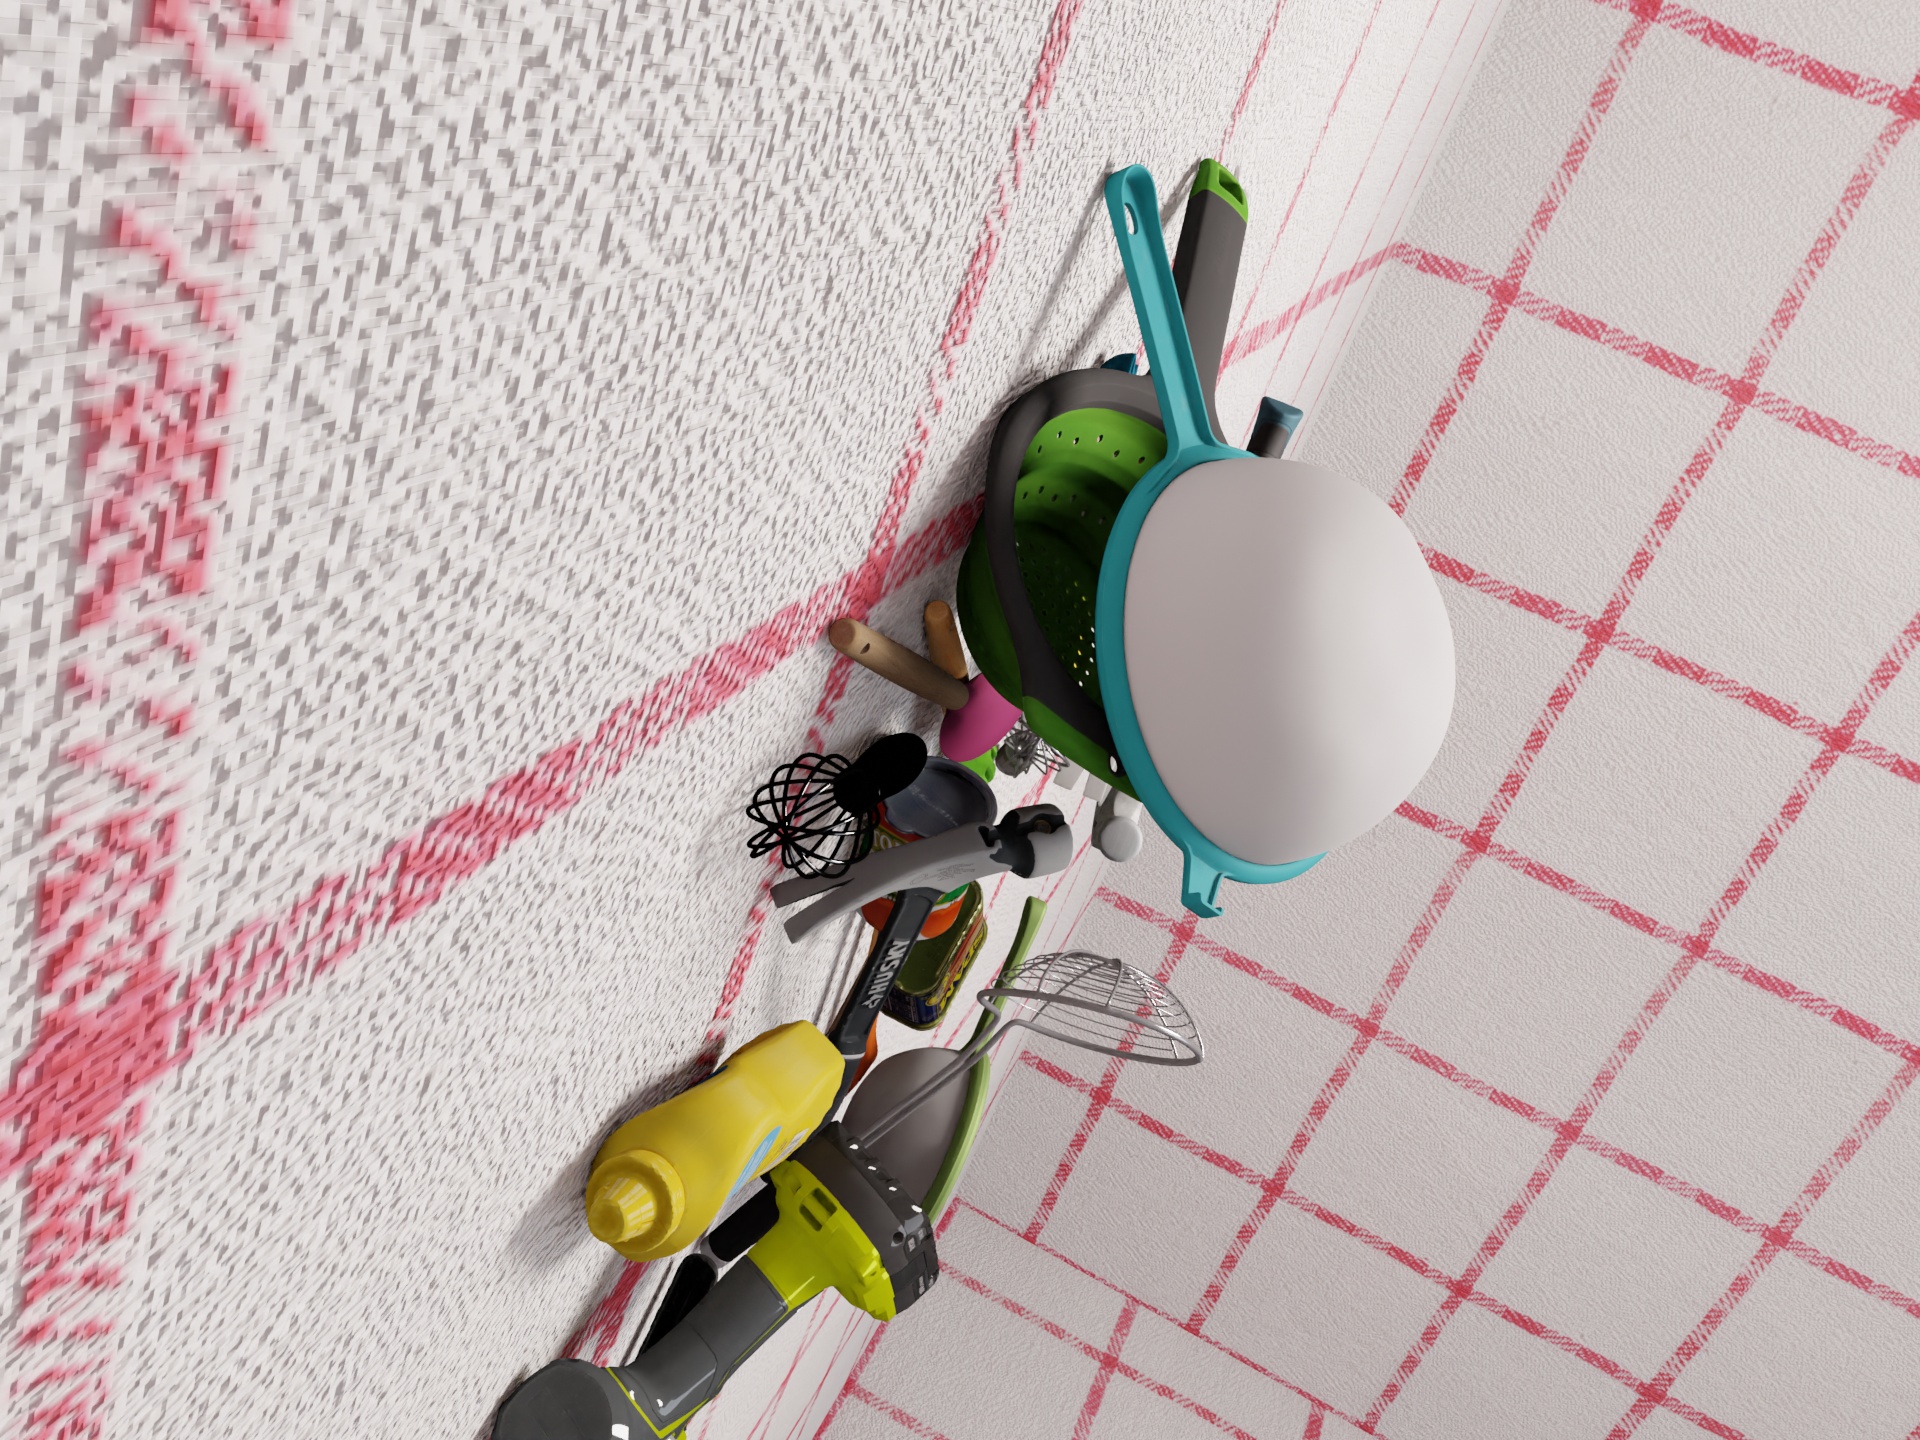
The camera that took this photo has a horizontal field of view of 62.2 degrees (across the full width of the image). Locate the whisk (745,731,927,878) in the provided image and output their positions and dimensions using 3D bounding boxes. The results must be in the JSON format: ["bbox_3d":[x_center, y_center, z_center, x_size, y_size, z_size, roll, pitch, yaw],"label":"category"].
[{"bbox_3d":[-0.046,0.029,0.735,0.055,0.055,0.239,-65,174,11],"label":"whisk"}]

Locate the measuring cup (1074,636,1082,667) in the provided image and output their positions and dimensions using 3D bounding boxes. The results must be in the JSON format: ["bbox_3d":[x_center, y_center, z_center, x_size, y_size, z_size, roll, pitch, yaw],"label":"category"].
[{"bbox_3d":[0.060,-0.021,1.160,0.156,0.029,0.062,-49,162,-60],"label":"measuring cup"}]

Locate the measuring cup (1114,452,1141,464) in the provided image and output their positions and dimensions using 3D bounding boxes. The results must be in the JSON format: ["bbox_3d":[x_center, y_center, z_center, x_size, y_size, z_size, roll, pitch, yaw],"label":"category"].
[{"bbox_3d":[0.117,-0.165,1.006,0.173,0.095,0.052,-4,126,-57],"label":"measuring cup"}]

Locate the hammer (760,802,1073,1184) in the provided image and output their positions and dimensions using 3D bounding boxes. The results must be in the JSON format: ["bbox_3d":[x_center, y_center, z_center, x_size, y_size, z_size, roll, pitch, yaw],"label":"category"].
[{"bbox_3d":[-0.066,0.180,0.909,0.149,0.036,0.408,-11,148,-26],"label":"hammer"}]

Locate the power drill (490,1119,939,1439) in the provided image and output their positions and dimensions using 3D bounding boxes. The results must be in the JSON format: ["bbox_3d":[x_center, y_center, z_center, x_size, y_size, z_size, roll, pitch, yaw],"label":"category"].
[{"bbox_3d":[-0.121,0.332,0.829,0.228,0.080,0.190,-38,149,-22],"label":"power drill"}]

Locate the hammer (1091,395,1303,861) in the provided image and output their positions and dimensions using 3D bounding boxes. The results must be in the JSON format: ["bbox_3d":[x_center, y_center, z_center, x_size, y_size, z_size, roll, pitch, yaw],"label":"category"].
[{"bbox_3d":[0.160,-0.065,1.083,0.128,0.033,0.331,-53,164,-88],"label":"hammer"}]

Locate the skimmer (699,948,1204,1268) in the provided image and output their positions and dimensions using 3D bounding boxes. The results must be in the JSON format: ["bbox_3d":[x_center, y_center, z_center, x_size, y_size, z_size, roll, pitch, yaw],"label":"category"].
[{"bbox_3d":[-0.022,0.247,0.925,0.363,0.127,0.090,-41,-139,20],"label":"skimmer"}]

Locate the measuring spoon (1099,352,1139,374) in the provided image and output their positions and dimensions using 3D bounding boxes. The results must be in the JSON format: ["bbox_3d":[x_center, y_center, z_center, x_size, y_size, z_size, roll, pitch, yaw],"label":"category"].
[{"bbox_3d":[0.091,-0.199,0.937,0.129,0.021,0.042,-61,163,-72],"label":"measuring spoon"}]

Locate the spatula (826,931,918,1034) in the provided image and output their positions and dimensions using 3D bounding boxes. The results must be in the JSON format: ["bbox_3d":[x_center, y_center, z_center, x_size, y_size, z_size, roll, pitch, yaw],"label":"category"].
[{"bbox_3d":[-0.061,0.167,1.006,0.018,0.060,0.315,-22,145,-50],"label":"spatula"}]

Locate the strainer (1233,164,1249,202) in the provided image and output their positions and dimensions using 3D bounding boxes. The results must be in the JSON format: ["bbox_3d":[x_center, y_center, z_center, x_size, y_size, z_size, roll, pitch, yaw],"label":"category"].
[{"bbox_3d":[0.164,-0.259,1.071,0.258,0.050,0.087,93,6,-52],"label":"strainer"}]

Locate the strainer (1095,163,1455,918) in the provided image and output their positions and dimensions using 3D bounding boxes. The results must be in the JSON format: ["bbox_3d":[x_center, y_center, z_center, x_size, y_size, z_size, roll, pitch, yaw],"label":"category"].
[{"bbox_3d":[0.146,-0.093,0.722,0.211,0.095,0.340,-24,101,-43],"label":"strainer"}]

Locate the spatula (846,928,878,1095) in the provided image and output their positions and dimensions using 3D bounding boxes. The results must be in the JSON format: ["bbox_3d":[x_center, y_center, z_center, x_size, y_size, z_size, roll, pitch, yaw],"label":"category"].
[{"bbox_3d":[-0.065,0.170,1.051,0.081,0.041,0.322,-49,158,-50],"label":"spatula"}]

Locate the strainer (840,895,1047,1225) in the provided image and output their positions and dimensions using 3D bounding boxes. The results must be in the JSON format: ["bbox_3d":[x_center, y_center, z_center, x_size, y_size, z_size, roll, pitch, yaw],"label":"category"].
[{"bbox_3d":[-0.021,0.227,1.063,0.256,0.069,0.151,-65,-172,-5],"label":"strainer"}]

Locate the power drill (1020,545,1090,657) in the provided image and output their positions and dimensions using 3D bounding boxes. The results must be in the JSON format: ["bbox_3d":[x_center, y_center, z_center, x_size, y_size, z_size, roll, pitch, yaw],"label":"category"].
[{"bbox_3d":[0.141,-0.049,0.955,0.171,0.223,0.080,-62,169,-8],"label":"power drill"}]

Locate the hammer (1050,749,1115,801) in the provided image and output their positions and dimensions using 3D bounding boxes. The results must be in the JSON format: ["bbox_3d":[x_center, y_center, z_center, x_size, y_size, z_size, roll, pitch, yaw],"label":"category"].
[{"bbox_3d":[0.098,-0.001,1.207,0.334,0.035,0.146,113,0,-82],"label":"hammer"}]

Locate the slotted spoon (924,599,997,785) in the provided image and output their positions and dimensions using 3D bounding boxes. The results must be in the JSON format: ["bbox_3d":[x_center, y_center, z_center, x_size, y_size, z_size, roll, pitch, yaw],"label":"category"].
[{"bbox_3d":[-0.001,-0.003,0.921,0.313,0.031,0.070,79,33,-71],"label":"slotted spoon"}]

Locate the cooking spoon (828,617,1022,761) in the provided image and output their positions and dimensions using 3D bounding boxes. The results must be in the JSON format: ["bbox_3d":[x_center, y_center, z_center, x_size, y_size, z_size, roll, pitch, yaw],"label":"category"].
[{"bbox_3d":[-0.009,-0.015,0.796,0.069,0.017,0.318,-52,164,3],"label":"cooking spoon"}]

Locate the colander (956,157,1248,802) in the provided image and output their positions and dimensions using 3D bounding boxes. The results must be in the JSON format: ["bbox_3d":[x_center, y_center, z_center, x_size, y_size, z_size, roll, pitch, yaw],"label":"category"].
[{"bbox_3d":[0.084,-0.132,0.830,0.094,0.204,0.397,-22,-135,48],"label":"colander"}]

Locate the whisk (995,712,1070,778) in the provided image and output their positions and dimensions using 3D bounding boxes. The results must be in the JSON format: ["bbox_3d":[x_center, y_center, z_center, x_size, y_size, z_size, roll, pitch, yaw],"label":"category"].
[{"bbox_3d":[0.043,0.020,1.084,0.059,0.058,0.246,-59,179,-6],"label":"whisk"}]
